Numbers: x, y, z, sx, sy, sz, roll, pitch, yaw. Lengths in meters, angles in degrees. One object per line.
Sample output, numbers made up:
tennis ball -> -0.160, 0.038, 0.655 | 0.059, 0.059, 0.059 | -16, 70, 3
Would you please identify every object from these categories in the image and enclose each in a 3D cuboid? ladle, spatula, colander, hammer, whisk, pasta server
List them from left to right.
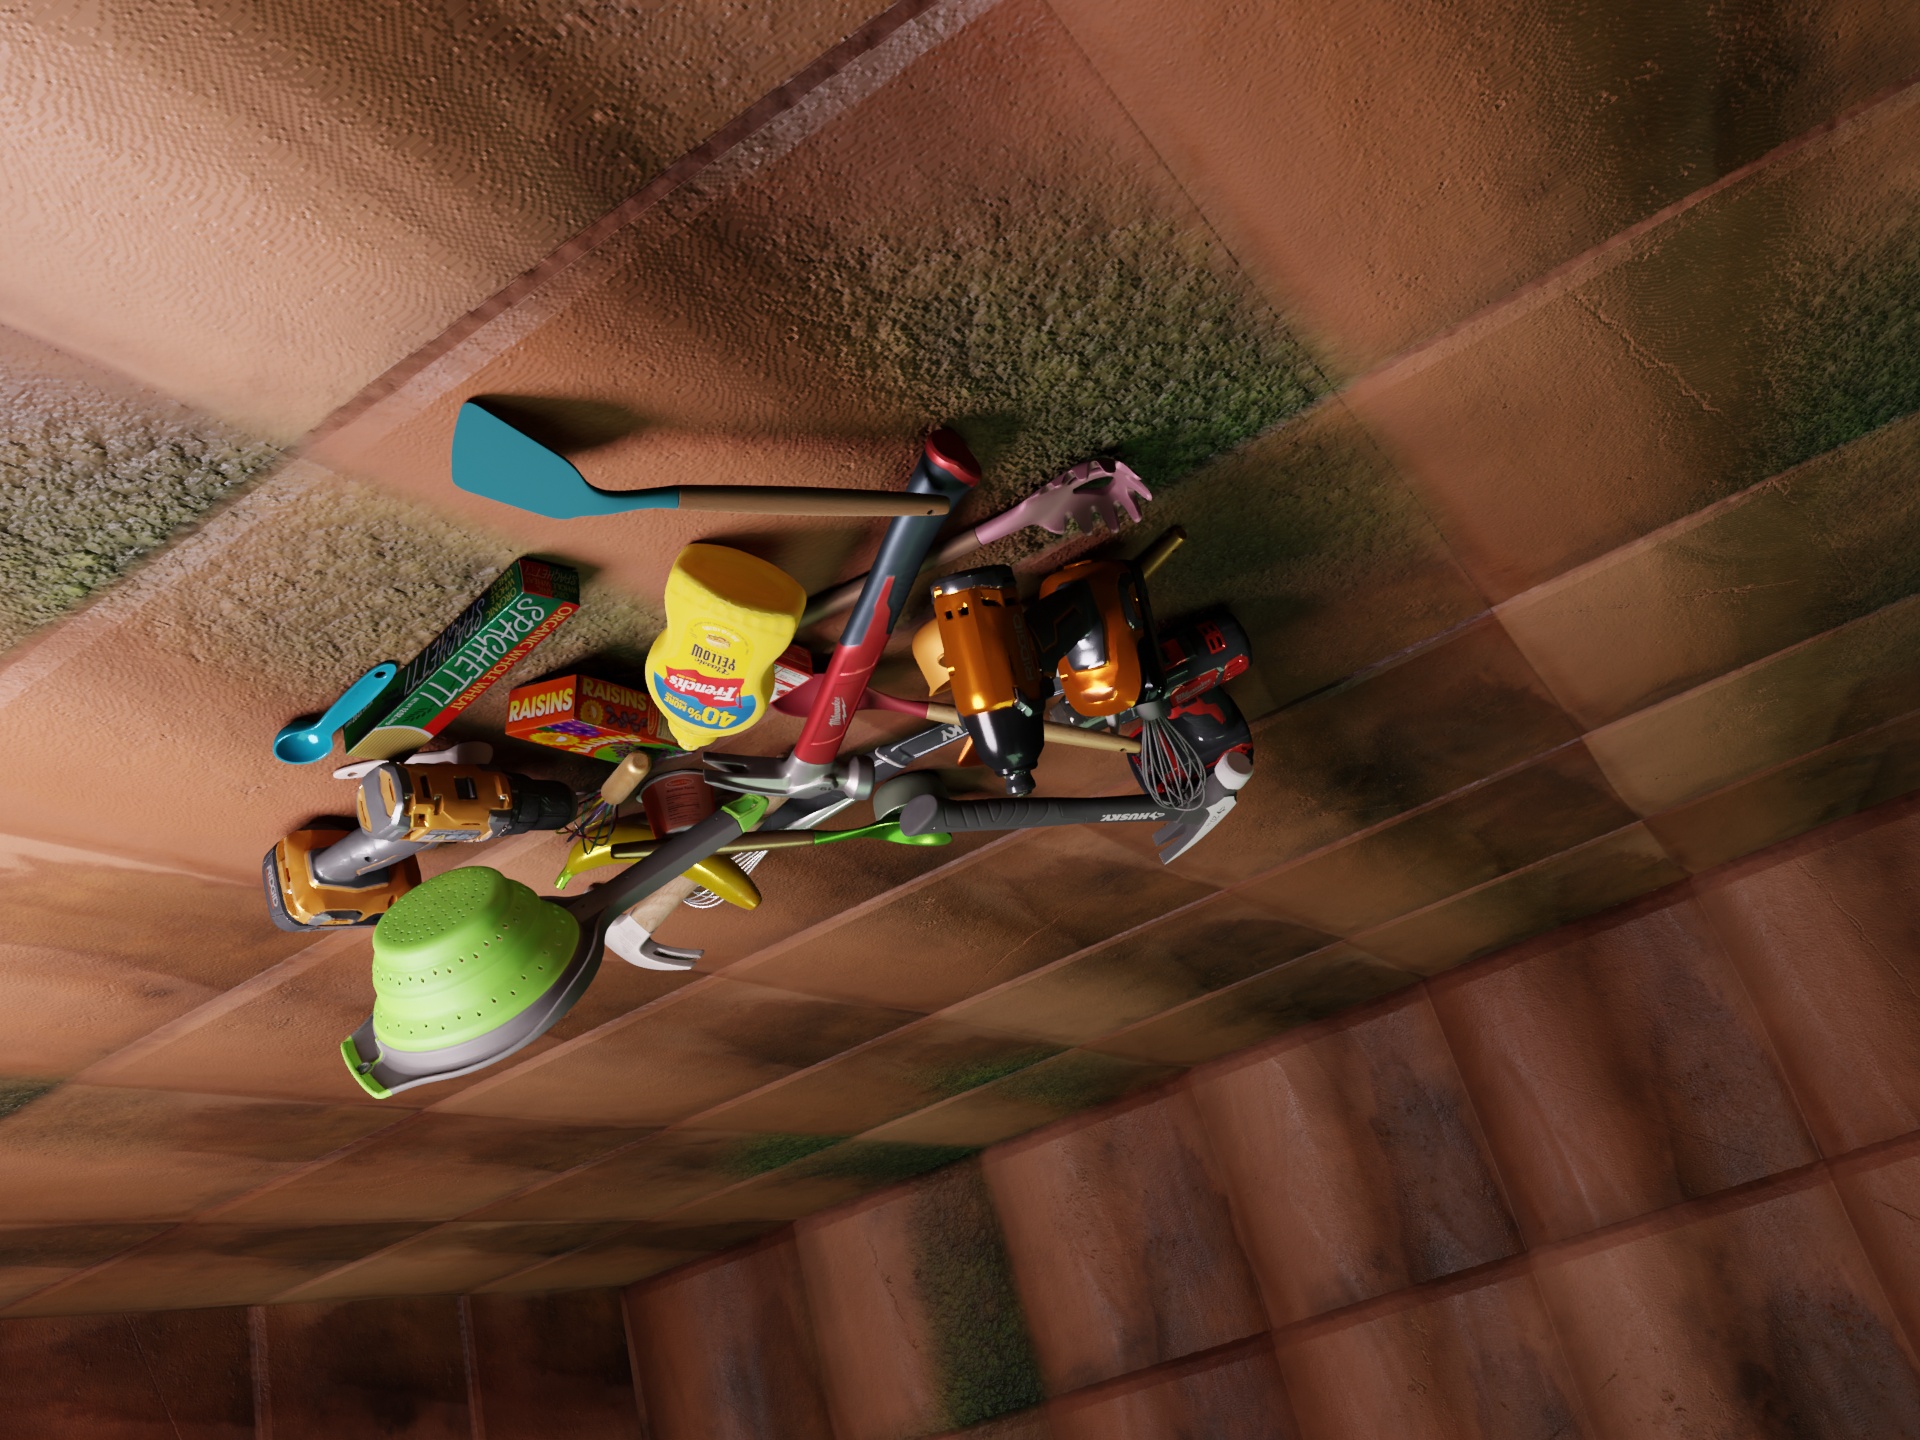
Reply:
colander -> -0.333, 0.140, 1.295 | 0.397, 0.205, 0.094 | -34, 121, -24
whisk -> -0.300, 0.068, 1.341 | 0.047, 0.051, 0.245 | 13, 159, -21
hammer -> -0.245, 0.136, 1.518 | 0.331, 0.130, 0.031 | -43, -172, 34
spatula -> -0.156, -0.151, 1.010 | 0.317, 0.044, 0.082 | -1, 150, -23
whisk -> -0.189, 0.118, 1.563 | 0.246, 0.058, 0.059 | -32, -175, 21
hammer -> -0.085, -0.066, 1.192 | 0.143, 0.038, 0.386 | 6, 139, -20
hammer -> -0.042, 0.028, 1.424 | 0.409, 0.036, 0.149 | -25, 120, 29
pasta server -> -0.010, -0.122, 1.186 | 0.316, 0.040, 0.060 | -23, 137, 17
ladle -> -0.002, -0.004, 1.333 | 0.315, 0.031, 0.069 | 10, 149, -5
hammer -> 0.101, 0.087, 1.471 | 0.334, 0.035, 0.146 | -1, 143, -26
spatula -> 0.098, -0.059, 1.372 | 0.081, 0.041, 0.322 | -11, 156, -41
whisk -> 0.165, -0.008, 1.365 | 0.055, 0.055, 0.238 | -19, 128, 7

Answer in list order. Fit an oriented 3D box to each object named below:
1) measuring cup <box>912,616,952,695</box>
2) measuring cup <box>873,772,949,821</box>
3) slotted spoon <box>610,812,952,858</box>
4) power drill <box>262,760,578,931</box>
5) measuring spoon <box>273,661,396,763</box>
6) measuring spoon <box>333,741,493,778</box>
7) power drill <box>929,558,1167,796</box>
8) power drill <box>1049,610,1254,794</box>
measuring cup -> -0.004, -0.065, 1.231 | 0.095, 0.052, 0.173 | -29, 173, 10
measuring cup -> -0.017, 0.084, 1.604 | 0.167, 0.038, 0.083 | 8, 146, -44
slotted spoon -> -0.159, 0.107, 1.444 | 0.313, 0.031, 0.070 | -3, 163, -20
power drill -> -0.444, 0.099, 1.313 | 0.226, 0.084, 0.185 | -30, 159, 33
measuring spoon -> -0.462, -0.011, 1.178 | 0.128, 0.021, 0.042 | -37, 147, 20
measuring spoon -> -0.440, 0.039, 1.282 | 0.124, 0.018, 0.034 | -10, 154, -14
power drill -> 0.069, -0.039, 1.191 | 0.084, 0.164, 0.226 | -12, -178, 34
power drill -> 0.185, -0.001, 1.484 | 0.188, 0.080, 0.226 | -25, 151, 0
